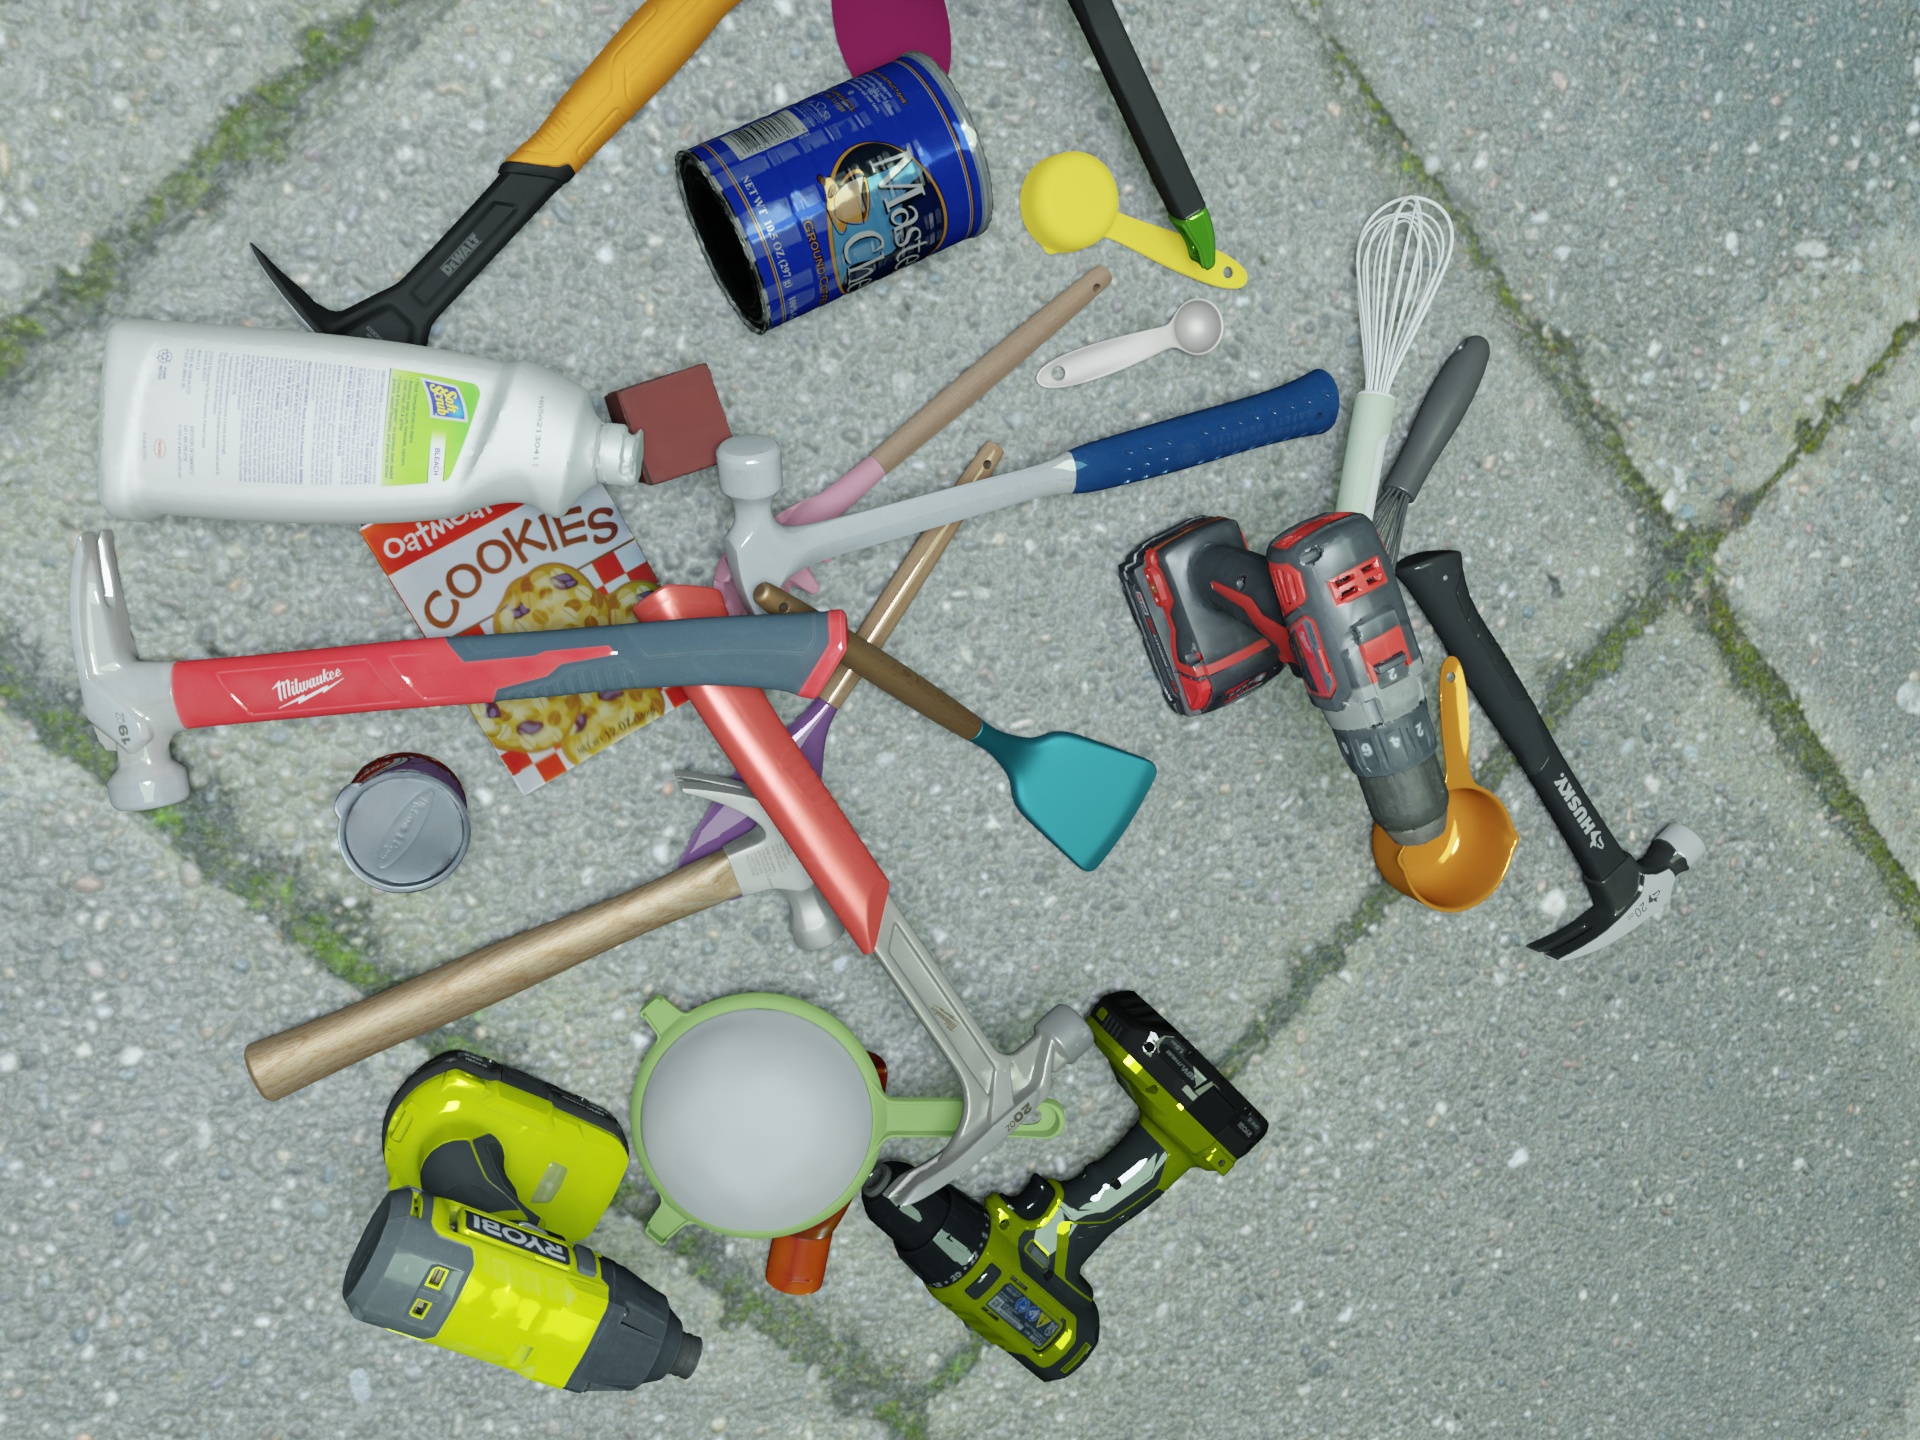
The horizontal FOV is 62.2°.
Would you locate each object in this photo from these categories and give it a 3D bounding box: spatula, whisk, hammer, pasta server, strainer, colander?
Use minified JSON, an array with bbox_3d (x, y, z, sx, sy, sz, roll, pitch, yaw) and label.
[{"bbox_3d":[-0.063,-0.031,0.947,0.059,0.018,0.316,33,89,-23],"label":"spatula"},{"bbox_3d":[0.285,-0.148,1.036,0.055,0.055,0.239,32,84,-21],"label":"whisk"},{"bbox_3d":[-0.074,0.085,0.876,0.149,0.037,0.359,-37,99,-22],"label":"hammer"},{"bbox_3d":[-0.024,-0.163,0.928,0.316,0.040,0.060,-42,134,-10],"label":"pasta server"},{"bbox_3d":[-0.236,0.129,0.900,0.331,0.031,0.130,-22,113,-12],"label":"hammer"},{"bbox_3d":[0.262,-0.210,0.996,0.059,0.057,0.246,10,88,23],"label":"whisk"},{"bbox_3d":[-0.066,0.238,0.914,0.256,0.069,0.151,0,97,-1],"label":"strainer"},{"bbox_3d":[0.392,0.019,1.103,0.146,0.035,0.334,-41,109,-9],"label":"hammer"},{"bbox_3d":[0.022,-0.396,0.847,0.094,0.205,0.396,-30,120,6],"label":"colander"},{"bbox_3d":[-0.001,-0.003,0.929,0.317,0.044,0.082,32,91,-43],"label":"spatula"},{"bbox_3d":[0.053,-0.137,0.931,0.405,0.035,0.144,-19,128,-24],"label":"hammer"},{"bbox_3d":[-0.251,-0.041,0.812,0.386,0.038,0.143,-5,101,0],"label":"hammer"},{"bbox_3d":[-0.214,-0.313,0.839,0.127,0.034,0.337,44,84,-21],"label":"hammer"}]

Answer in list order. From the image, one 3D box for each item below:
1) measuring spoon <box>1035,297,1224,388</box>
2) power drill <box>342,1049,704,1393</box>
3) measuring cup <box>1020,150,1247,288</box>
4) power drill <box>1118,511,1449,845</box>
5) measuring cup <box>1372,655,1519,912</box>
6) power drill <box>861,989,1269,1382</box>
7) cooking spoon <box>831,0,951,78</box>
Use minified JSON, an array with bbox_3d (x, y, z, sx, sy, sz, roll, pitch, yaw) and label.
[{"bbox_3d":[0.102,-0.228,0.976,0.124,0.018,0.034,-20,105,-8],"label":"measuring spoon"},{"bbox_3d":[-0.227,0.264,0.830,0.171,0.223,0.080,29,90,-21],"label":"power drill"},{"bbox_3d":[0.111,-0.293,0.955,0.156,0.029,0.062,17,93,-19],"label":"measuring cup"},{"bbox_3d":[0.192,-0.032,0.922,0.080,0.227,0.187,-27,106,-13],"label":"power drill"},{"bbox_3d":[0.321,0.040,1.074,0.095,0.052,0.173,-8,100,-18],"label":"measuring cup"},{"bbox_3d":[0.065,0.287,1.015,0.228,0.080,0.190,-45,111,-4],"label":"power drill"},{"bbox_3d":[-0.059,-0.499,0.869,0.068,0.017,0.318,-16,104,-17],"label":"cooking spoon"}]
